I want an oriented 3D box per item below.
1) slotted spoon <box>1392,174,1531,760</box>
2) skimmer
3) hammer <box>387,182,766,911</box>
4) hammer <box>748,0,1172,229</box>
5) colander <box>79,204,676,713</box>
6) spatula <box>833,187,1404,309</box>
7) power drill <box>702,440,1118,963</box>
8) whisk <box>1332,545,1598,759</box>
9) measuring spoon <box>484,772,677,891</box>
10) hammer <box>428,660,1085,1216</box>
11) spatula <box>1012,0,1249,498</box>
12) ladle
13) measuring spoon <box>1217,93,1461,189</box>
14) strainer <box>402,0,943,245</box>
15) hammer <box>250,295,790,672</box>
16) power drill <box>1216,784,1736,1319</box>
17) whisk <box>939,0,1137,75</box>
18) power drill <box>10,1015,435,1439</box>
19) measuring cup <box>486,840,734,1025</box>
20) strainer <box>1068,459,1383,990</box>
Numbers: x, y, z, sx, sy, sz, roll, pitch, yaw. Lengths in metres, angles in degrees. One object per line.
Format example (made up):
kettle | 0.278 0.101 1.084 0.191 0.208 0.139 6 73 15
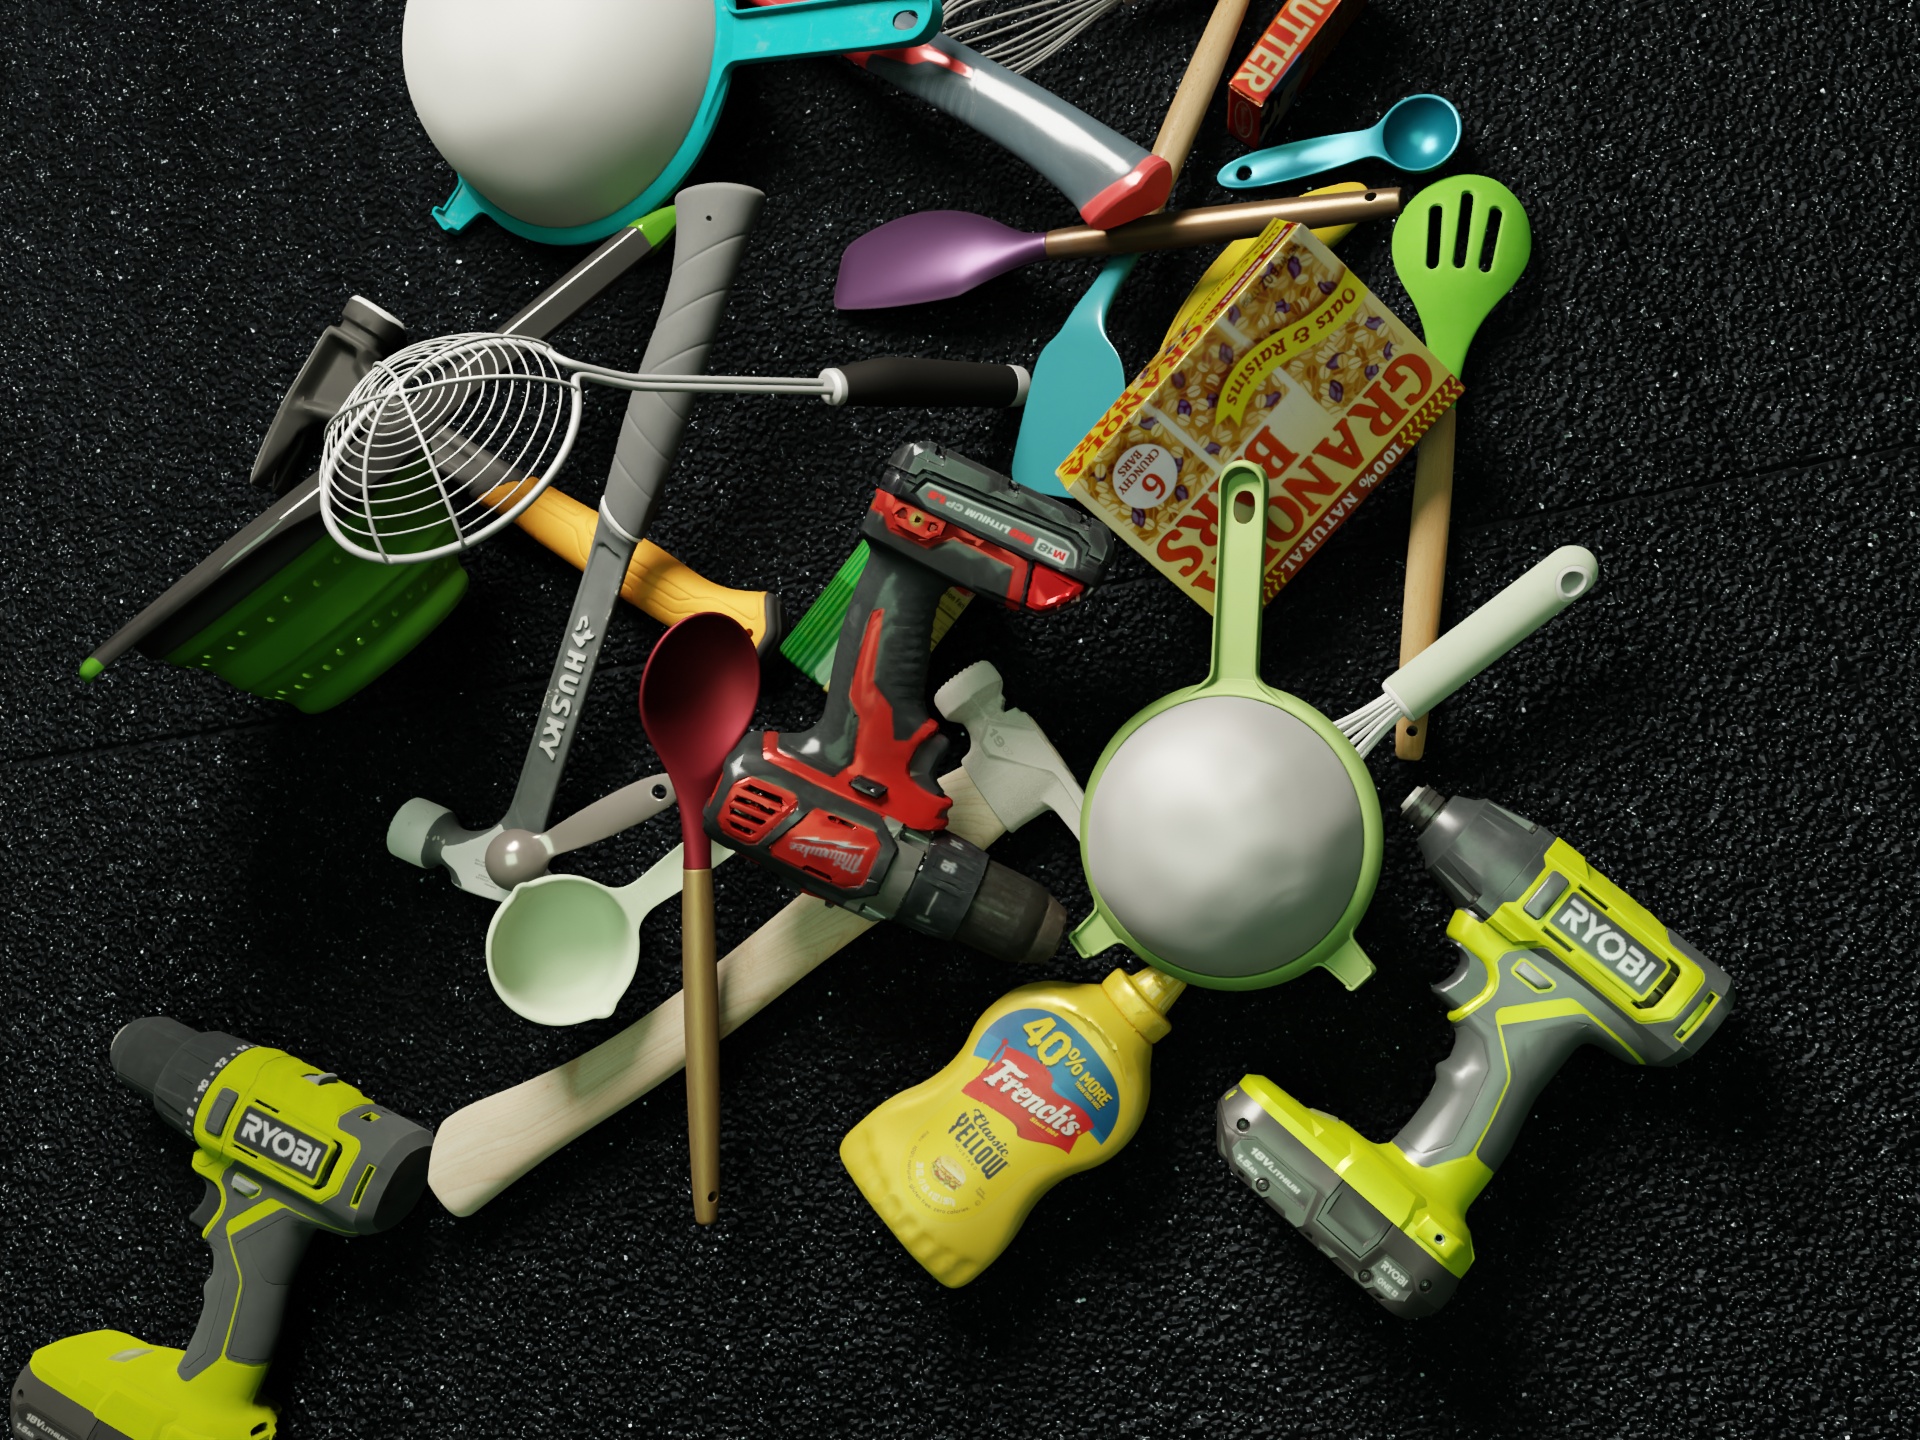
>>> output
slotted spoon | 0.248 -0.135 0.822 0.070 0.031 0.314 6 86 13
skimmer | -0.123 -0.140 0.784 0.127 0.363 0.090 51 134 35
hammer | -0.183 -0.087 0.851 0.149 0.036 0.409 22 100 9
hammer | -0.040 -0.383 0.851 0.386 0.038 0.143 37 107 21
colander | -0.269 -0.126 0.845 0.397 0.205 0.094 -44 112 -15
spatula | 0.071 -0.253 0.829 0.316 0.018 0.060 2 72 28
power drill | -0.001 -0.002 0.779 0.188 0.080 0.226 25 96 -3
whisk | 0.211 -0.005 0.791 0.246 0.059 0.057 -39 112 9
measuring spoon | -0.201 0.057 0.843 0.124 0.018 0.034 -25 91 12
hammer | -0.109 0.145 0.850 0.410 0.038 0.146 -36 80 5
spatula | 0.105 -0.271 0.857 0.082 0.044 0.317 14 77 44
ladle | -0.133 0.102 0.821 0.031 0.069 0.315 0 91 54
measuring spoon | 0.203 -0.303 0.857 0.128 0.021 0.042 -7 82 19
strainer | -0.178 -0.371 0.844 0.340 0.095 0.211 6 94 27
hammer | -0.246 -0.114 0.905 0.337 0.034 0.127 30 89 12
power drill | 0.232 0.155 0.769 0.171 0.080 0.223 40 88 12
whisk | 0.088 -0.402 0.865 0.239 0.055 0.055 -17 81 10
power drill | -0.416 0.289 0.870 0.190 0.080 0.228 22 85 12
measuring cup | -0.173 0.092 0.840 0.167 0.038 0.083 -36 102 -19
strainer | 0.121 0.002 0.748 0.151 0.069 0.256 3 91 25
